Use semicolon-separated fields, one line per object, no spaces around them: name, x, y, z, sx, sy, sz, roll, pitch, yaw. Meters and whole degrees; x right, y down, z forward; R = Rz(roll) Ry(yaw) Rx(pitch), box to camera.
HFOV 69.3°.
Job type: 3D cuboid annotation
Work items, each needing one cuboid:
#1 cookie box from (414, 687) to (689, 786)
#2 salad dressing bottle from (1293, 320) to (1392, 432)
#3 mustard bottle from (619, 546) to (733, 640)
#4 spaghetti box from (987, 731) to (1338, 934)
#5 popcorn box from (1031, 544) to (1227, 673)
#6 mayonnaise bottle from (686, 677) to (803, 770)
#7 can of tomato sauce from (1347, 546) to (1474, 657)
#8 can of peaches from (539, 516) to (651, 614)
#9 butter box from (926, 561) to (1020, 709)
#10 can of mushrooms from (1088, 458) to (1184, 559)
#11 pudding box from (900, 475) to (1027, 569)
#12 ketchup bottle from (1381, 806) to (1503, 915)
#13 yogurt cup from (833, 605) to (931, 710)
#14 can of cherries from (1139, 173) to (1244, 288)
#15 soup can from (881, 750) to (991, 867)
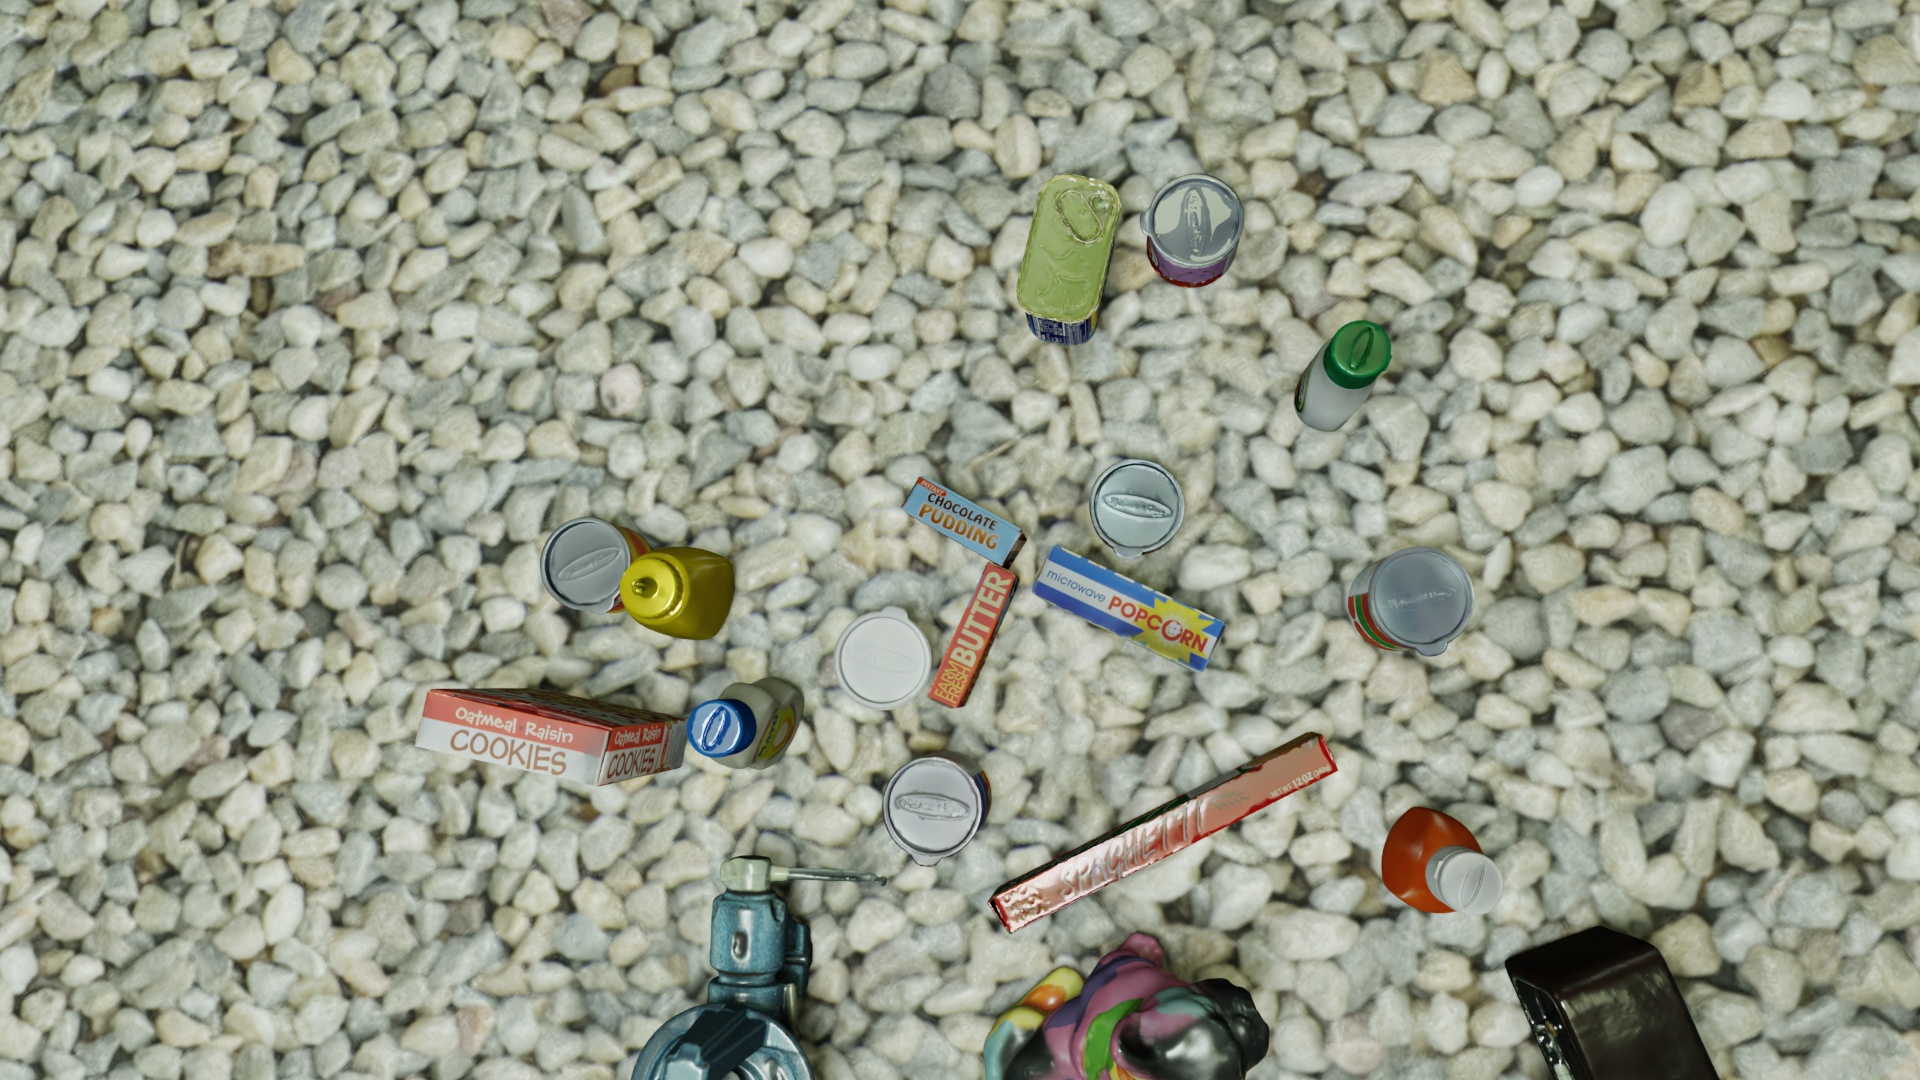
cookie box;-0.267;0.128;0.934;0.123;0.167;0.040;10;86;7
salad dressing bottle;0.252;-0.110;0.917;0.044;0.147;0.064;23;87;8
mustard bottle;-0.196;0.033;0.941;0.049;0.160;0.065;11;86;7
spaghetti box;0.136;0.198;0.944;0.250;0.050;0.029;-27;82;2
popcorn box;0.113;0.047;0.945;0.127;0.085;0.038;25;87;8
mayonnaise bottle;-0.145;0.124;0.932;0.041;0.148;0.065;23;87;8
can of tomato sauce;0.299;0.042;0.928;0.071;0.083;0.071;-1;84;6
can of peaches;-0.259;0.021;1.001;0.071;0.058;0.071;-1;84;6
butter box;0.010;0.067;0.970;0.024;0.053;0.103;24;87;8
can of mushrooms;0.123;-0.021;0.978;0.071;0.033;0.071;-1;84;6
pudding box;0.004;-0.012;0.981;0.084;0.049;0.030;29;88;8
ketchup bottle;0.303;0.206;0.876;0.043;0.148;0.065;21;87;8
yogurt cup;-0.051;0.084;0.974;0.072;0.054;0.072;-1;84;6
can of cherries;0.162;-0.218;0.983;0.071;0.058;0.071;-1;84;6
soup can;-0.015;0.180;0.945;0.071;0.083;0.071;-1;84;6
